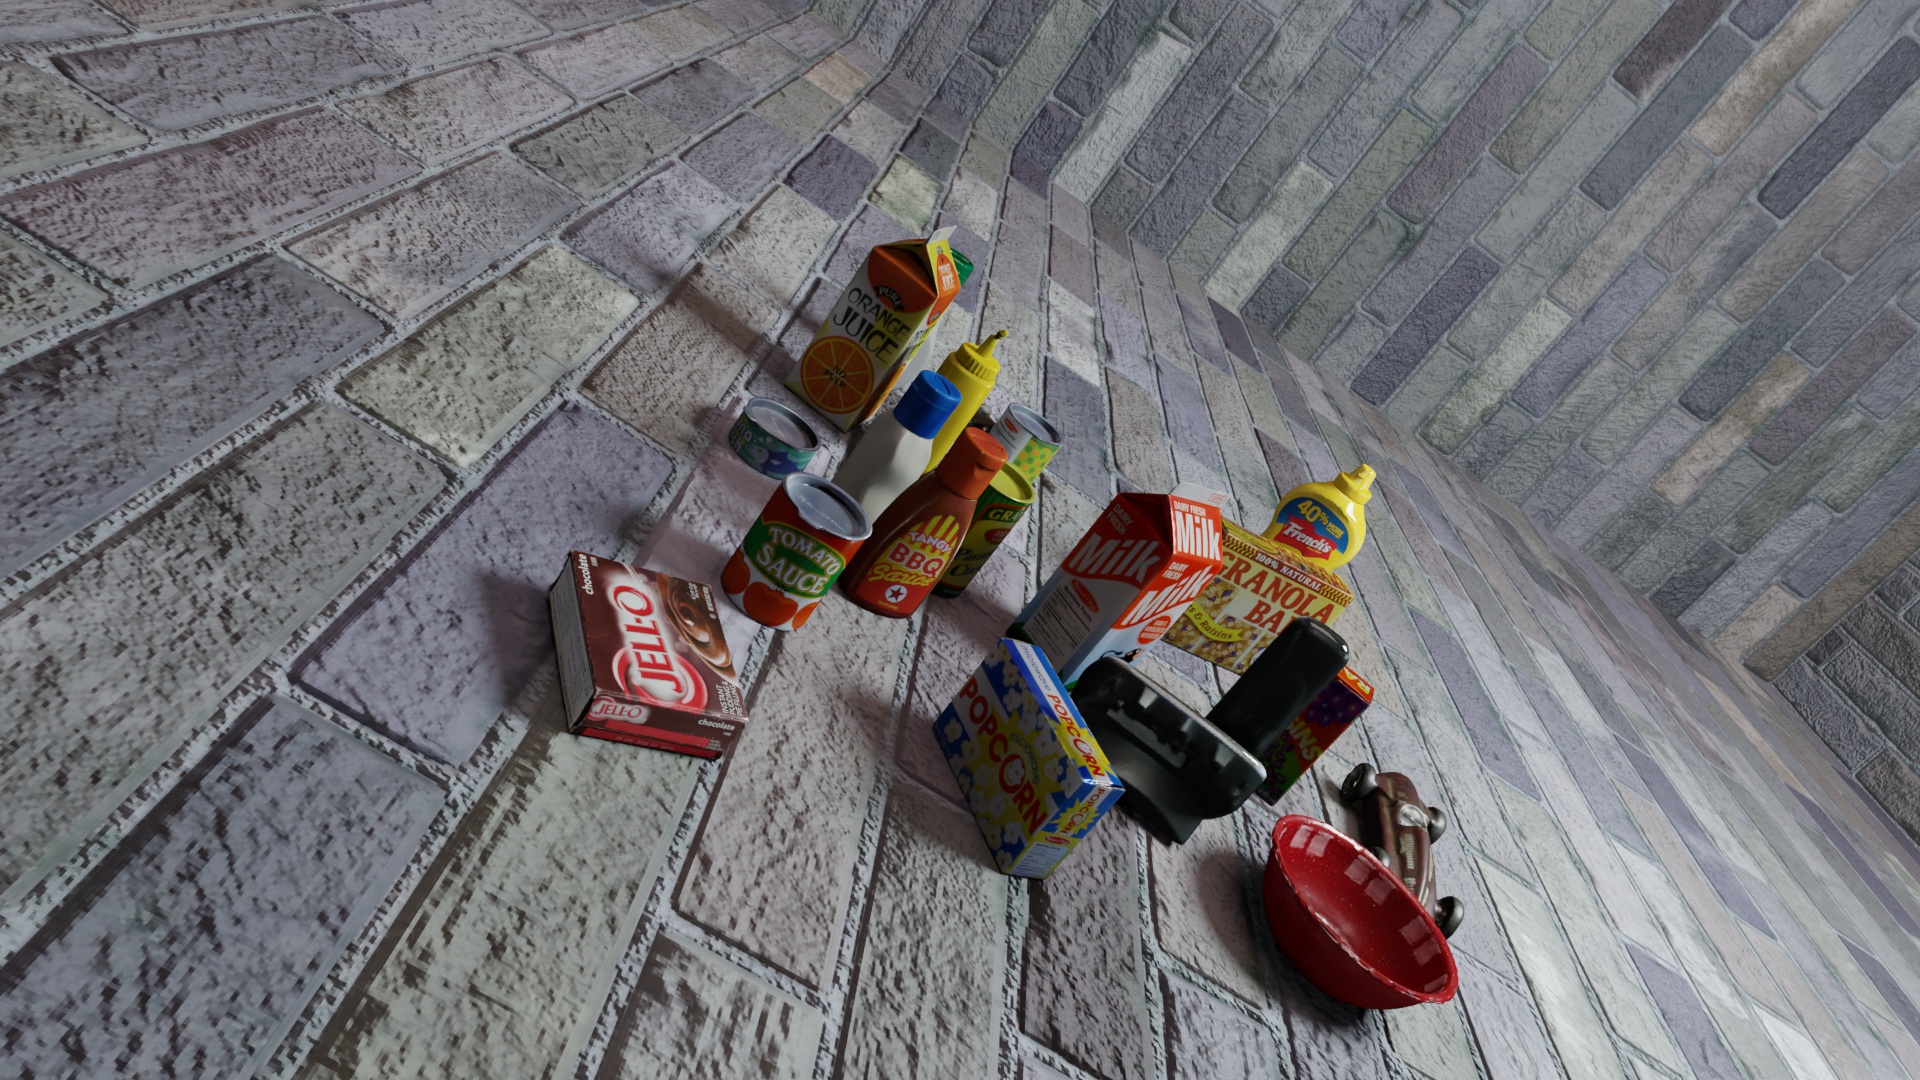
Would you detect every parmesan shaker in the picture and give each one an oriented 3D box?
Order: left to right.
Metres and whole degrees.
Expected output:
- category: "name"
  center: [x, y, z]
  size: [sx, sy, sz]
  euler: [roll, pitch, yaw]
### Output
- category: "parmesan shaker"
  center: [0.004, -0.014, 1.080]
  size: [0.071, 0.102, 0.071]
  euler: [31, 23, -15]

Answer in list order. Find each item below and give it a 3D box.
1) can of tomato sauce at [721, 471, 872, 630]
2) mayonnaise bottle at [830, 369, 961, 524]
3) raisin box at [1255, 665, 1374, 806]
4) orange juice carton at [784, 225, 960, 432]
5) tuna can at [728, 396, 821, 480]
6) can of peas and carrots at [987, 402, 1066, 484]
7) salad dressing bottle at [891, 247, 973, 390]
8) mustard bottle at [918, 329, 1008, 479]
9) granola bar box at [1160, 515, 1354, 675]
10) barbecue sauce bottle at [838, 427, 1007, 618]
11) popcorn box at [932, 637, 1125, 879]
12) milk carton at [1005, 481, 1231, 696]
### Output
- category: "can of tomato sauce"
  center: [-0.108, 0.008, 0.903]
  size: [0.071, 0.082, 0.071]
  euler: [31, 23, -15]
- category: "mayonnaise bottle"
  center: [-0.054, -0.057, 1.023]
  size: [0.041, 0.147, 0.065]
  euler: [20, 28, -36]
- category: "raisin box"
  center: [0.263, 0.141, 1.130]
  size: [0.086, 0.123, 0.040]
  euler: [41, 22, 10]
- category: "orange juice carton"
  center: [-0.066, -0.194, 1.212]
  size: [0.073, 0.192, 0.072]
  euler: [38, 22, 3]
- category: "tuna can"
  center: [-0.147, -0.079, 1.081]
  size: [0.071, 0.032, 0.071]
  euler: [31, 23, -15]
- category: "can of peas and carrots"
  center: [0.061, -0.093, 1.373]
  size: [0.071, 0.058, 0.071]
  euler: [31, 23, -15]
- category: "salad dressing bottle"
  center: [-0.042, -0.215, 1.344]
  size: [0.064, 0.147, 0.044]
  euler: [28, 24, -21]
- category: "mustard bottle"
  center: [-0.009, -0.121, 1.194]
  size: [0.049, 0.159, 0.065]
  euler: [35, 22, -6]
- category: "granola bar box"
  center: [0.263, 0.058, 1.290]
  size: [0.165, 0.123, 0.039]
  euler: [25, 25, -28]
- category: "barbecue sauce bottle"
  center: [-0.023, -0.013, 0.981]
  size: [0.065, 0.148, 0.044]
  euler: [22, 26, -32]
- category: "popcorn box"
  center: [0.039, 0.134, 0.869]
  size: [0.038, 0.085, 0.127]
  euler: [18, 29, -38]
- category: "milk carton"
  center: [0.128, 0.031, 1.061]
  size: [0.072, 0.189, 0.074]
  euler: [11, 34, -48]
